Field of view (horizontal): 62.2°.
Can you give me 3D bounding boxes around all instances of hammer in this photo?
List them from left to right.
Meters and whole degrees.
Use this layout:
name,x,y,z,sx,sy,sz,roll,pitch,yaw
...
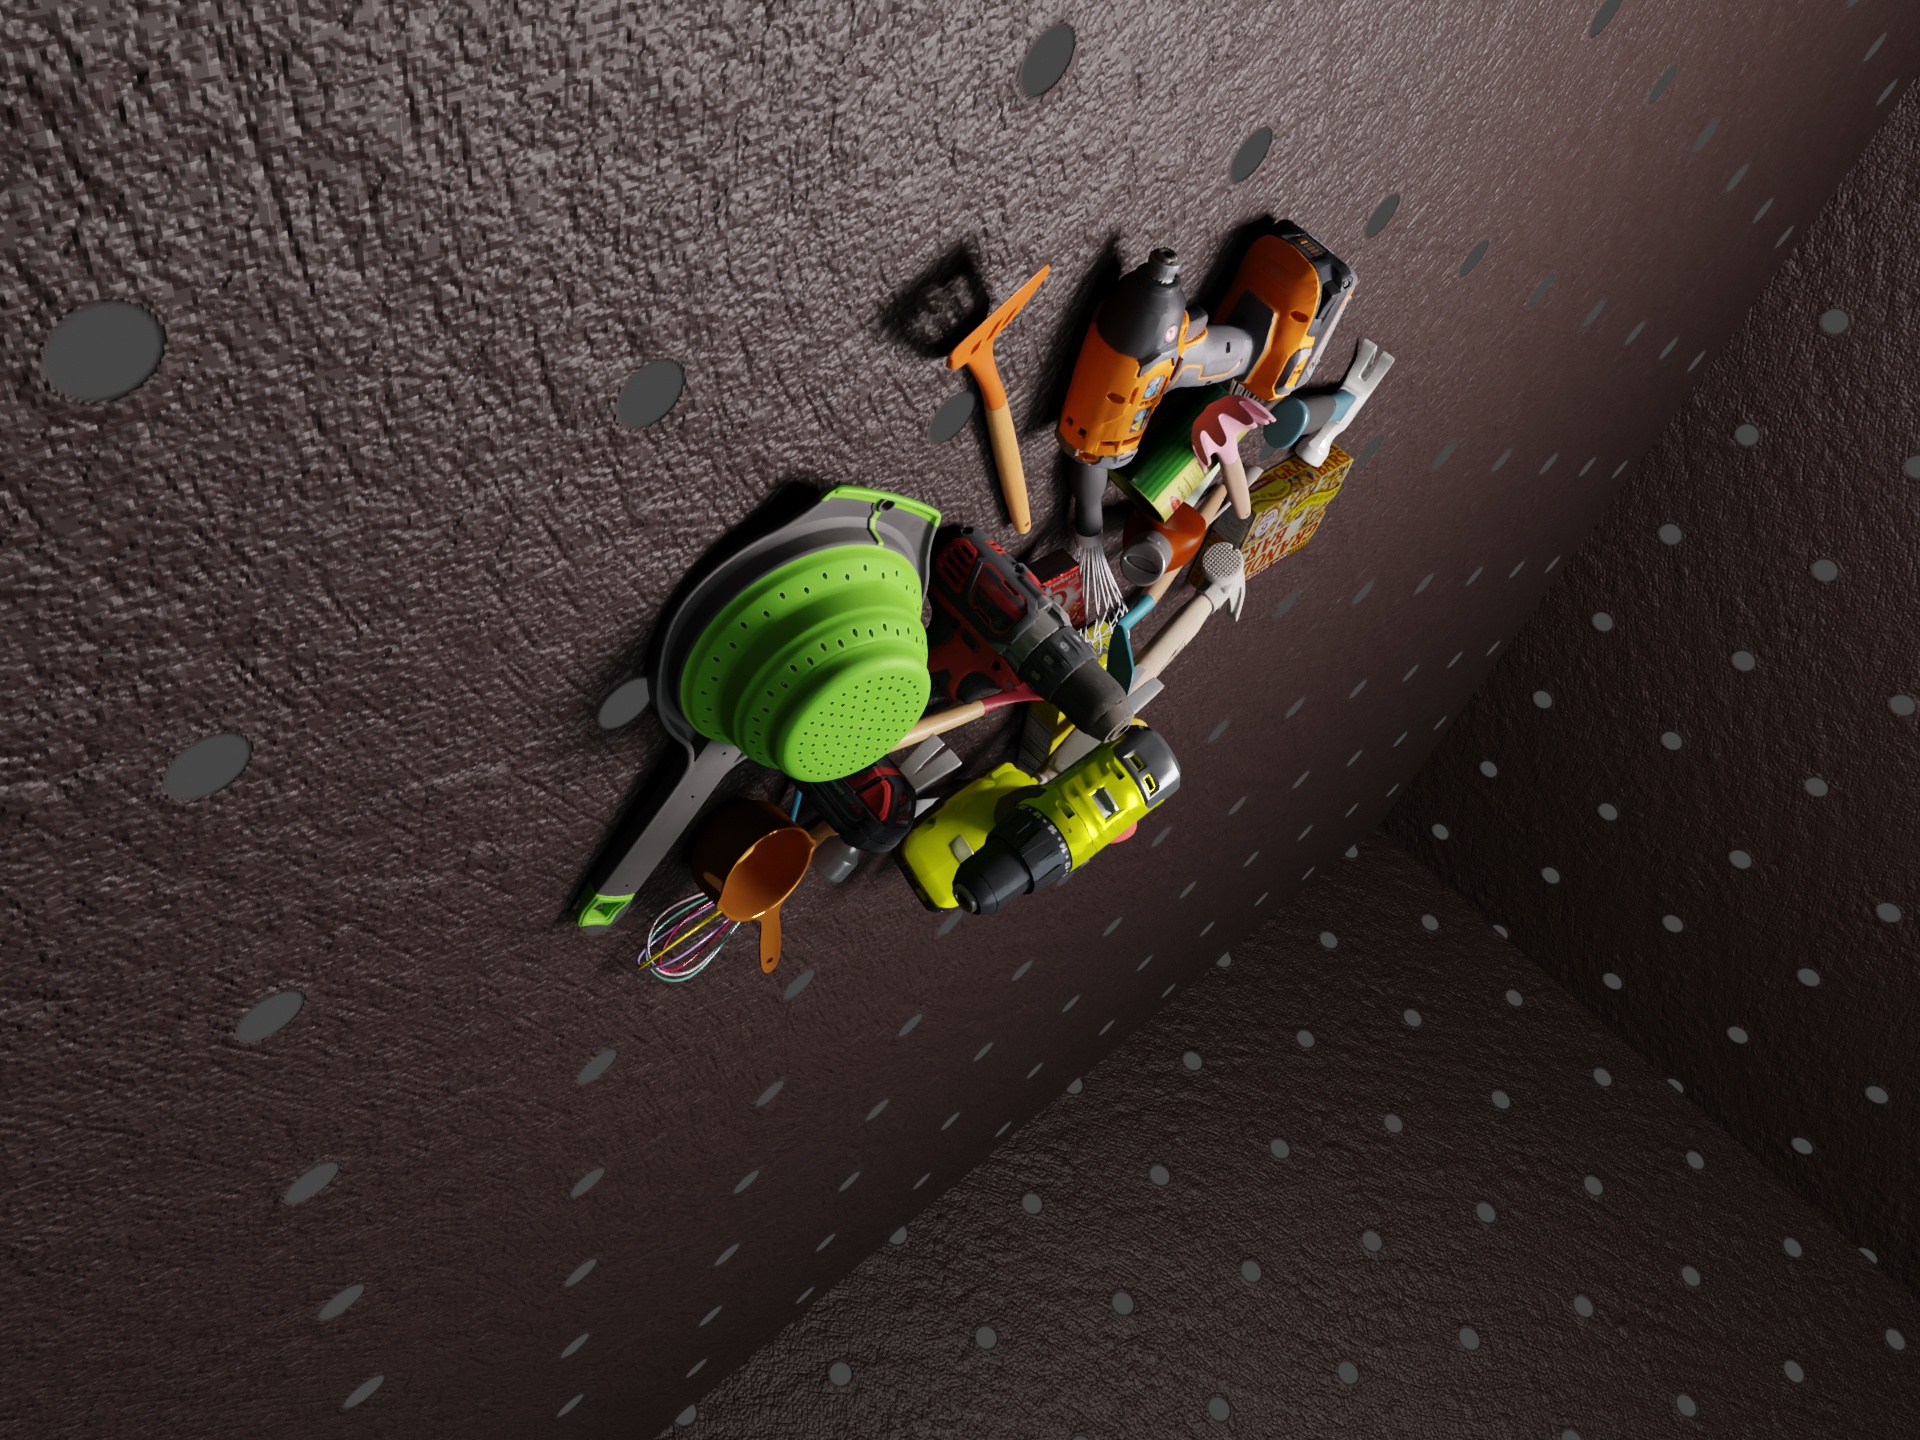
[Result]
name,x,y,z,sx,sy,sz,roll,pitch,yaw
hammer,0.000,0.072,1.449,0.144,0.035,0.405,-46,166,14
hammer,0.123,0.011,1.488,0.410,0.038,0.146,-47,162,-5
hammer,0.142,0.055,1.502,0.149,0.037,0.358,-46,162,-3
hammer,0.314,-0.269,1.391,0.128,0.033,0.331,-56,169,24

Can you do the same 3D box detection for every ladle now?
name,x,y,z,sx,sy,sz,roll,pitch,yaw
ladle,-0.002,-0.004,1.343,0.315,0.069,0.031,-21,124,-38

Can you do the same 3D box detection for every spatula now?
name,x,y,z,sx,sy,sz,roll,pitch,yaw
spatula,0.031,-0.195,1.057,0.081,0.041,0.322,-44,161,-8
spatula,0.179,-0.111,1.367,0.318,0.044,0.082,-54,164,-40

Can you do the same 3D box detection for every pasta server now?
name,x,y,z,sx,sy,sz,roll,pitch,yaw
pasta server,0.212,-0.191,1.222,0.060,0.040,0.316,-36,167,7

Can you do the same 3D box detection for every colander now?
name,x,y,z,sx,sy,sz,roll,pitch,yaw
colander,-0.134,0.029,1.042,0.204,0.095,0.397,5,131,-51

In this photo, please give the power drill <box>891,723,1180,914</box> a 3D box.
name,x,y,z,sx,sy,sz,roll,pitch,yaw
power drill,0.038,0.086,1.193,0.190,0.080,0.228,-35,-174,-26

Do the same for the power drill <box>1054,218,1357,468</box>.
name,x,y,z,sx,sy,sz,roll,pitch,yaw
power drill,0.176,-0.279,1.125,0.226,0.084,0.164,-27,153,-33

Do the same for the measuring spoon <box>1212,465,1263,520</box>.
name,x,y,z,sx,sy,sz,roll,pitch,yaw
measuring spoon,0.232,-0.195,1.489,0.124,0.018,0.034,-44,-177,12

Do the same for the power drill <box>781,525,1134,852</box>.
name,x,y,z,sx,sy,sz,roll,pitch,yaw
power drill,-0.006,-0.003,1.142,0.226,0.188,0.080,-45,166,7

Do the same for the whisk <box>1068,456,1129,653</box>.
name,x,y,z,sx,sy,sz,roll,pitch,yaw
whisk,0.105,-0.135,1.300,0.070,0.070,0.284,-39,154,-17

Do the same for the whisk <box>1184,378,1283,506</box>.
name,x,y,z,sx,sy,sz,roll,pitch,yaw
whisk,0.219,-0.234,1.351,0.059,0.058,0.246,13,130,-26

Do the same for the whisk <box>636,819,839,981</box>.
name,x,y,z,sx,sy,sz,roll,pitch,yaw
whisk,-0.164,0.134,1.294,0.245,0.051,0.047,-36,152,-33

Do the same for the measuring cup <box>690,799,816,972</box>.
name,x,y,z,sx,sy,sz,roll,pitch,yaw
measuring cup,-0.165,0.132,1.240,0.095,0.052,0.173,-33,147,-30

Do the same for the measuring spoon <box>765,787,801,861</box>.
name,x,y,z,sx,sy,sz,roll,pitch,yaw
measuring spoon,-0.138,0.064,1.251,0.042,0.021,0.128,-73,180,-55
